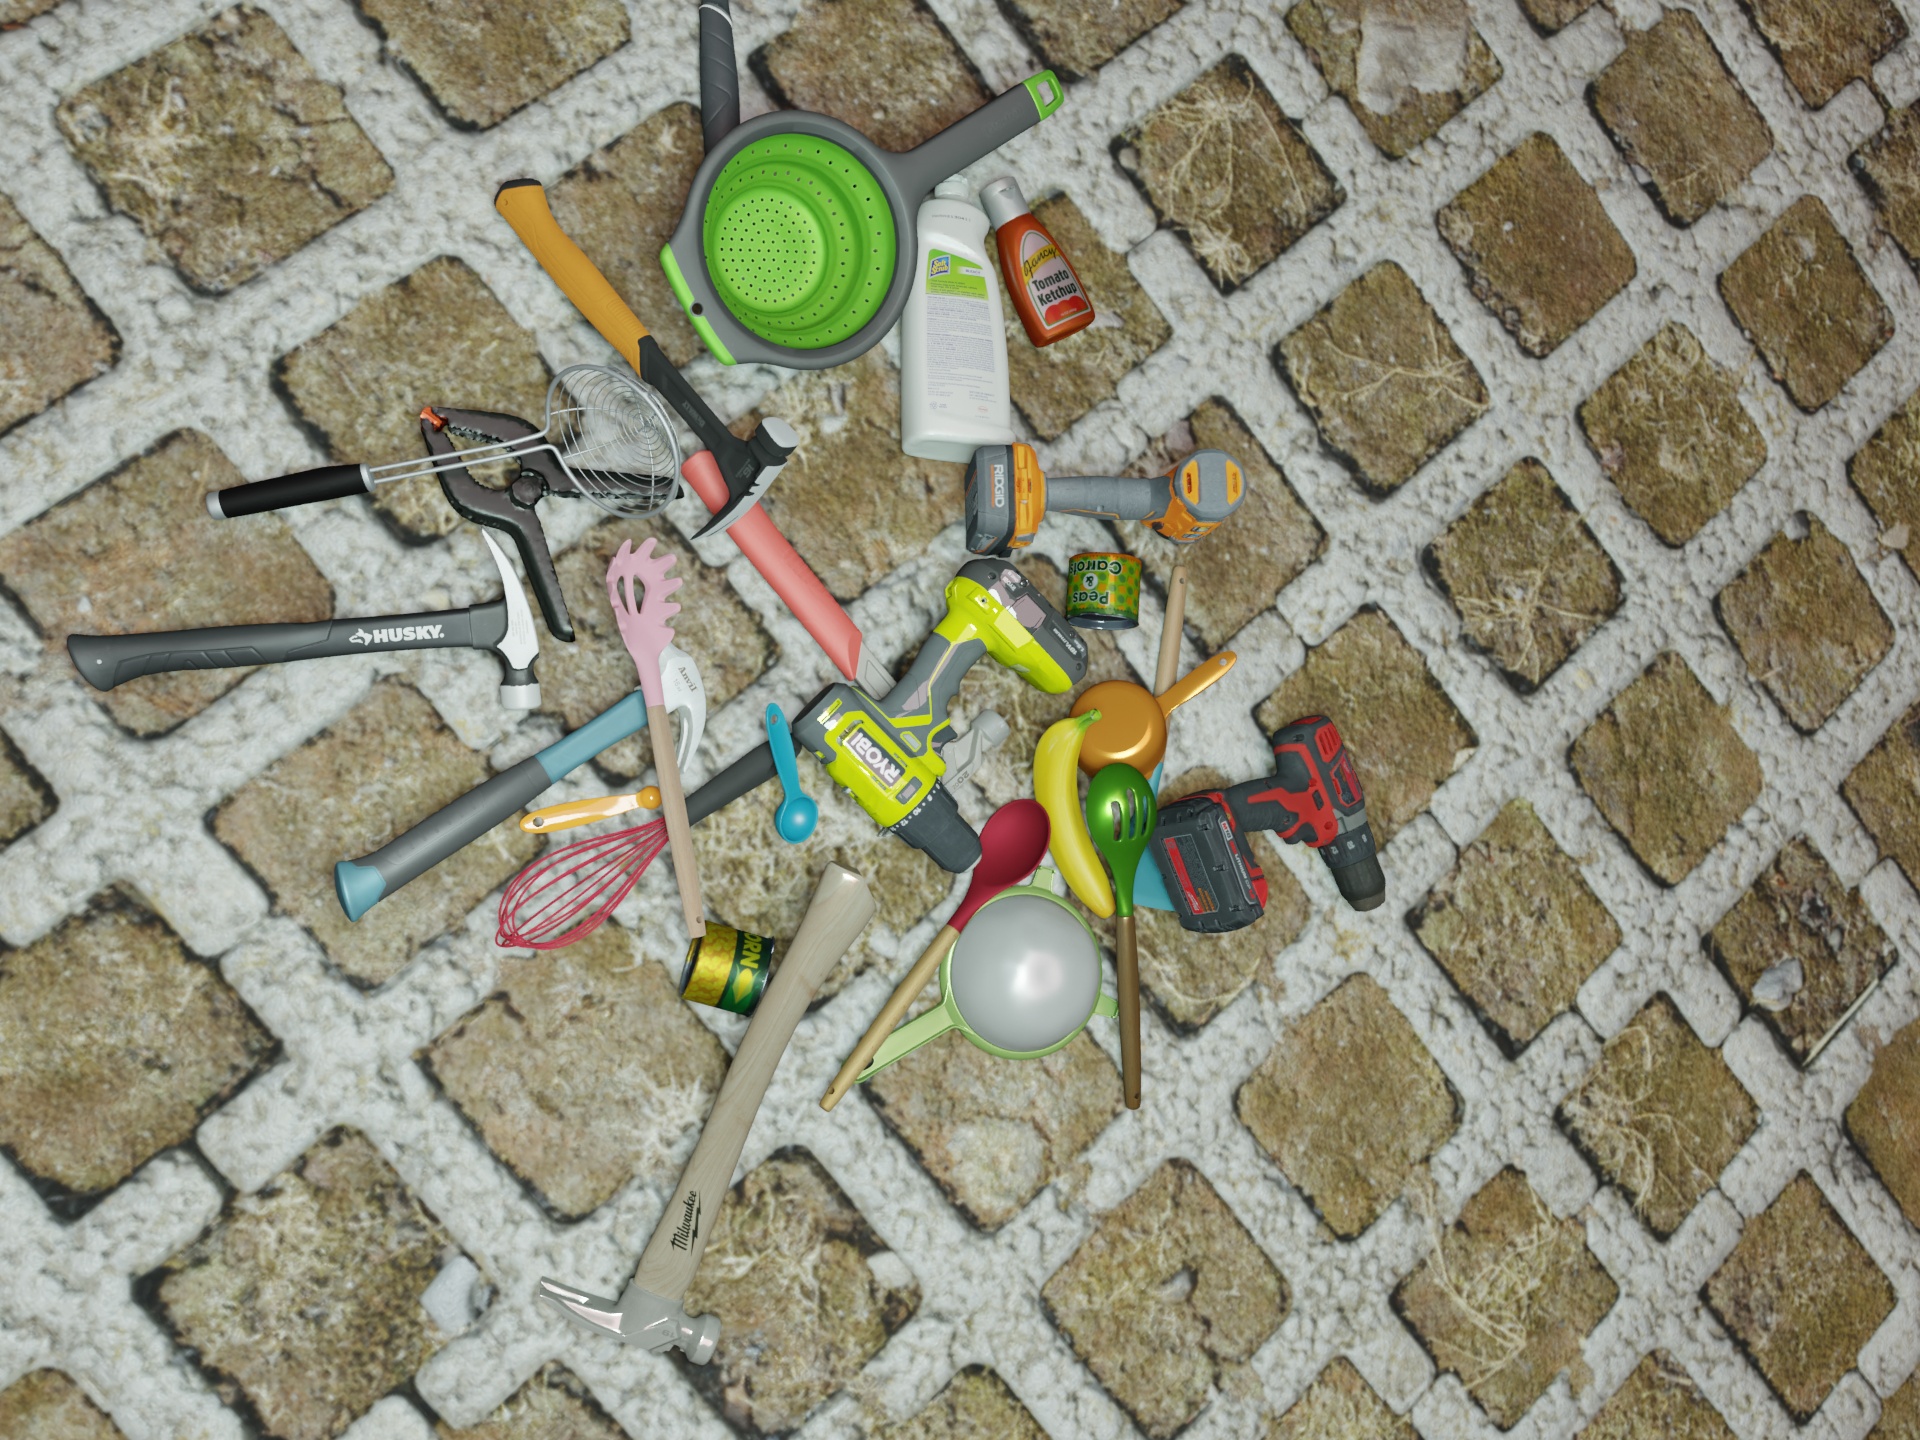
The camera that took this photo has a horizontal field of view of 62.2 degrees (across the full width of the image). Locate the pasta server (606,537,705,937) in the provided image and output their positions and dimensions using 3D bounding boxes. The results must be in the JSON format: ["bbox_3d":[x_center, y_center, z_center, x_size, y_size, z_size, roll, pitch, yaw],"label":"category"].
[{"bbox_3d":[-0.232,0.014,1.255,0.060,0.040,0.316,-8,85,-37],"label":"pasta server"}]

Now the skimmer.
[{"bbox_3d":[-0.395,-0.188,1.213,0.363,0.090,0.127,-12,122,-4],"label":"skimmer"}]

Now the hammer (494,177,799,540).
[{"bbox_3d":[-0.272,-0.305,1.294,0.337,0.127,0.034,50,33,8],"label":"hammer"}]

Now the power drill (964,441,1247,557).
[{"bbox_3d":[0.120,-0.189,1.392,0.226,0.164,0.084,-1,85,-5],"label":"power drill"}]

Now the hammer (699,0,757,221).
[{"bbox_3d":[-0.219,-0.631,1.380,0.149,0.036,0.409,-3,86,-17],"label":"hammer"}]

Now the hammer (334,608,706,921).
[{"bbox_3d":[-0.339,0.045,1.243,0.331,0.033,0.128,-36,104,-27],"label":"hammer"}]

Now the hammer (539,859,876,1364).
[{"bbox_3d":[-0.183,0.298,1.248,0.146,0.038,0.410,24,91,-14],"label":"hammer"}]

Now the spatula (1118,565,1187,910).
[{"bbox_3d":[0.186,0.012,1.438,0.082,0.044,0.317,12,80,-21],"label":"spatula"}]

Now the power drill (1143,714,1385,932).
[{"bbox_3d":[0.287,0.114,1.424,0.226,0.080,0.188,-25,94,-36],"label":"power drill"}]

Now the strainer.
[{"bbox_3d":[0.018,0.240,1.347,0.256,0.069,0.151,-27,93,-20],"label":"strainer"}]

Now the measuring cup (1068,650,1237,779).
[{"bbox_3d":[0.171,-0.016,1.400,0.173,0.052,0.095,-35,70,-1],"label":"measuring cup"}]

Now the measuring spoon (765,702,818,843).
[{"bbox_3d":[-0.148,0.042,1.318,0.042,0.021,0.128,-31,121,-38],"label":"measuring spoon"}]

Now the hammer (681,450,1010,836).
[{"bbox_3d":[-0.120,-0.076,1.354,0.149,0.037,0.359,-42,98,-17],"label":"hammer"}]

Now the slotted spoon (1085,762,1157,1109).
[{"bbox_3d":[0.145,0.191,1.373,0.070,0.031,0.313,-10,105,-26],"label":"slotted spoon"}]

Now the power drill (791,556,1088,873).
[{"bbox_3d":[-0.002,-0.004,1.328,0.190,0.080,0.228,45,76,-11],"label":"power drill"}]

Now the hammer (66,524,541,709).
[{"bbox_3d":[-0.499,-0.067,1.221,0.334,0.035,0.146,-6,103,-15],"label":"hammer"}]

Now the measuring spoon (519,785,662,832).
[{"bbox_3d":[-0.299,0.073,1.294,0.117,0.011,0.021,-12,88,-18],"label":"measuring spoon"}]

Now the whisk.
[{"bbox_3d":[-0.248,0.093,1.286,0.296,0.073,0.073,-35,95,-23],"label":"whisk"}]

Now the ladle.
[{"bbox_3d":[-0.021,0.197,1.342,0.315,0.069,0.031,-53,140,-19],"label":"ladle"}]

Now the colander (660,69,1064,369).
[{"bbox_3d":[-0.083,-0.444,1.354,0.397,0.095,0.204,-37,114,-16],"label":"colander"}]
